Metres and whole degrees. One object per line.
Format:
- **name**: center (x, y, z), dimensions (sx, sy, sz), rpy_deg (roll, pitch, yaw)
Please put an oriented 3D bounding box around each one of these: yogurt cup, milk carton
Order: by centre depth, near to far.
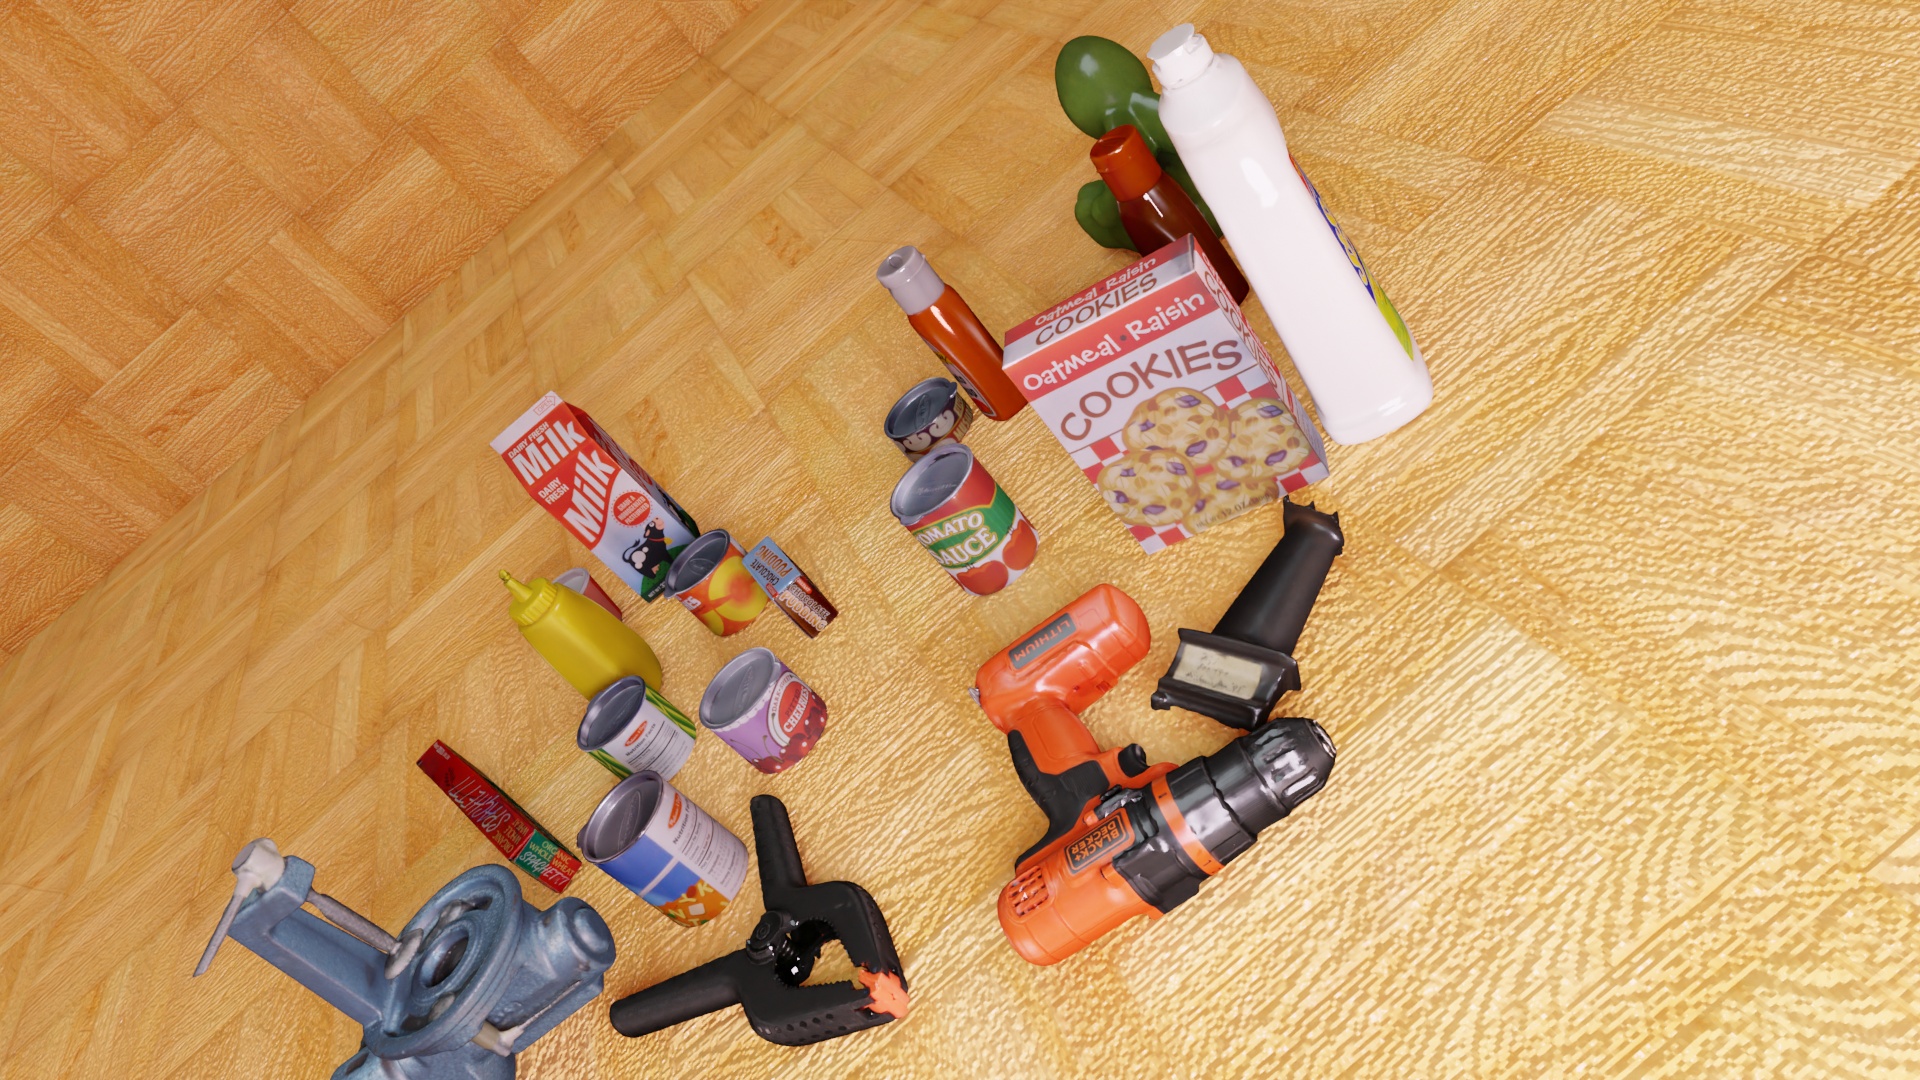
- **milk carton**: center (-0.310, -0.041, 1.194), dimensions (0.072, 0.190, 0.074), rpy_deg (-41, 32, 1)
- **yogurt cup**: center (-0.336, 0.065, 1.222), dimensions (0.072, 0.054, 0.073), rpy_deg (-28, 34, 21)

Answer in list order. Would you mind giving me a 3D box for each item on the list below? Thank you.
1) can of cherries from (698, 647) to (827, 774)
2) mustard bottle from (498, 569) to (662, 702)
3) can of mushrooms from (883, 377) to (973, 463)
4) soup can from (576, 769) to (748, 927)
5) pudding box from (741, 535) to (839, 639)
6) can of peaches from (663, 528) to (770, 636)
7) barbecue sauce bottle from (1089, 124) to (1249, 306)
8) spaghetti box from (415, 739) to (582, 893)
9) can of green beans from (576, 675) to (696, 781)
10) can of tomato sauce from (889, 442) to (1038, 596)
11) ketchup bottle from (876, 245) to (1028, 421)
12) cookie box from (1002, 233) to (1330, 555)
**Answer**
- **can of cherries**: center (-0.131, 0.115, 0.938), dimensions (0.071, 0.058, 0.072), rpy_deg (-28, 34, 21)
- **mustard bottle**: center (-0.299, 0.072, 1.073), dimensions (0.048, 0.160, 0.065), rpy_deg (-31, 33, 17)
- **can of mushrooms**: center (-0.023, -0.096, 1.104), dimensions (0.071, 0.033, 0.071), rpy_deg (-28, 34, 21)
- **soup can**: center (-0.187, 0.196, 0.876), dimensions (0.071, 0.083, 0.072), rpy_deg (-28, 34, 21)
- **pudding box**: center (-0.129, 0.034, 1.043), dimensions (0.030, 0.049, 0.084), rpy_deg (-44, 32, -4)
- **can of peaches**: center (-0.192, 0.036, 1.100), dimensions (0.071, 0.058, 0.071), rpy_deg (-28, 34, 21)
- **barbecue sauce bottle**: center (0.143, -0.220, 0.969), dimensions (0.044, 0.148, 0.065), rpy_deg (-49, 32, -12)
- **spaghetti box**: center (-0.363, 0.210, 1.078), dimensions (0.029, 0.050, 0.250), rpy_deg (-52, 33, -17)
- **can of green beans**: center (-0.237, 0.142, 1.019), dimensions (0.071, 0.057, 0.071), rpy_deg (-28, 34, 21)
- **can of tomato sauce**: center (0.003, -0.012, 0.926), dimensions (0.071, 0.083, 0.071), rpy_deg (-28, 34, 21)
- **ketchup bottle**: center (-0.005, -0.157, 1.049), dimensions (0.043, 0.148, 0.065), rpy_deg (-41, 32, 0)
- **cookie box**: center (0.120, -0.079, 0.804), dimensions (0.122, 0.167, 0.040), rpy_deg (-25, 35, 25)
